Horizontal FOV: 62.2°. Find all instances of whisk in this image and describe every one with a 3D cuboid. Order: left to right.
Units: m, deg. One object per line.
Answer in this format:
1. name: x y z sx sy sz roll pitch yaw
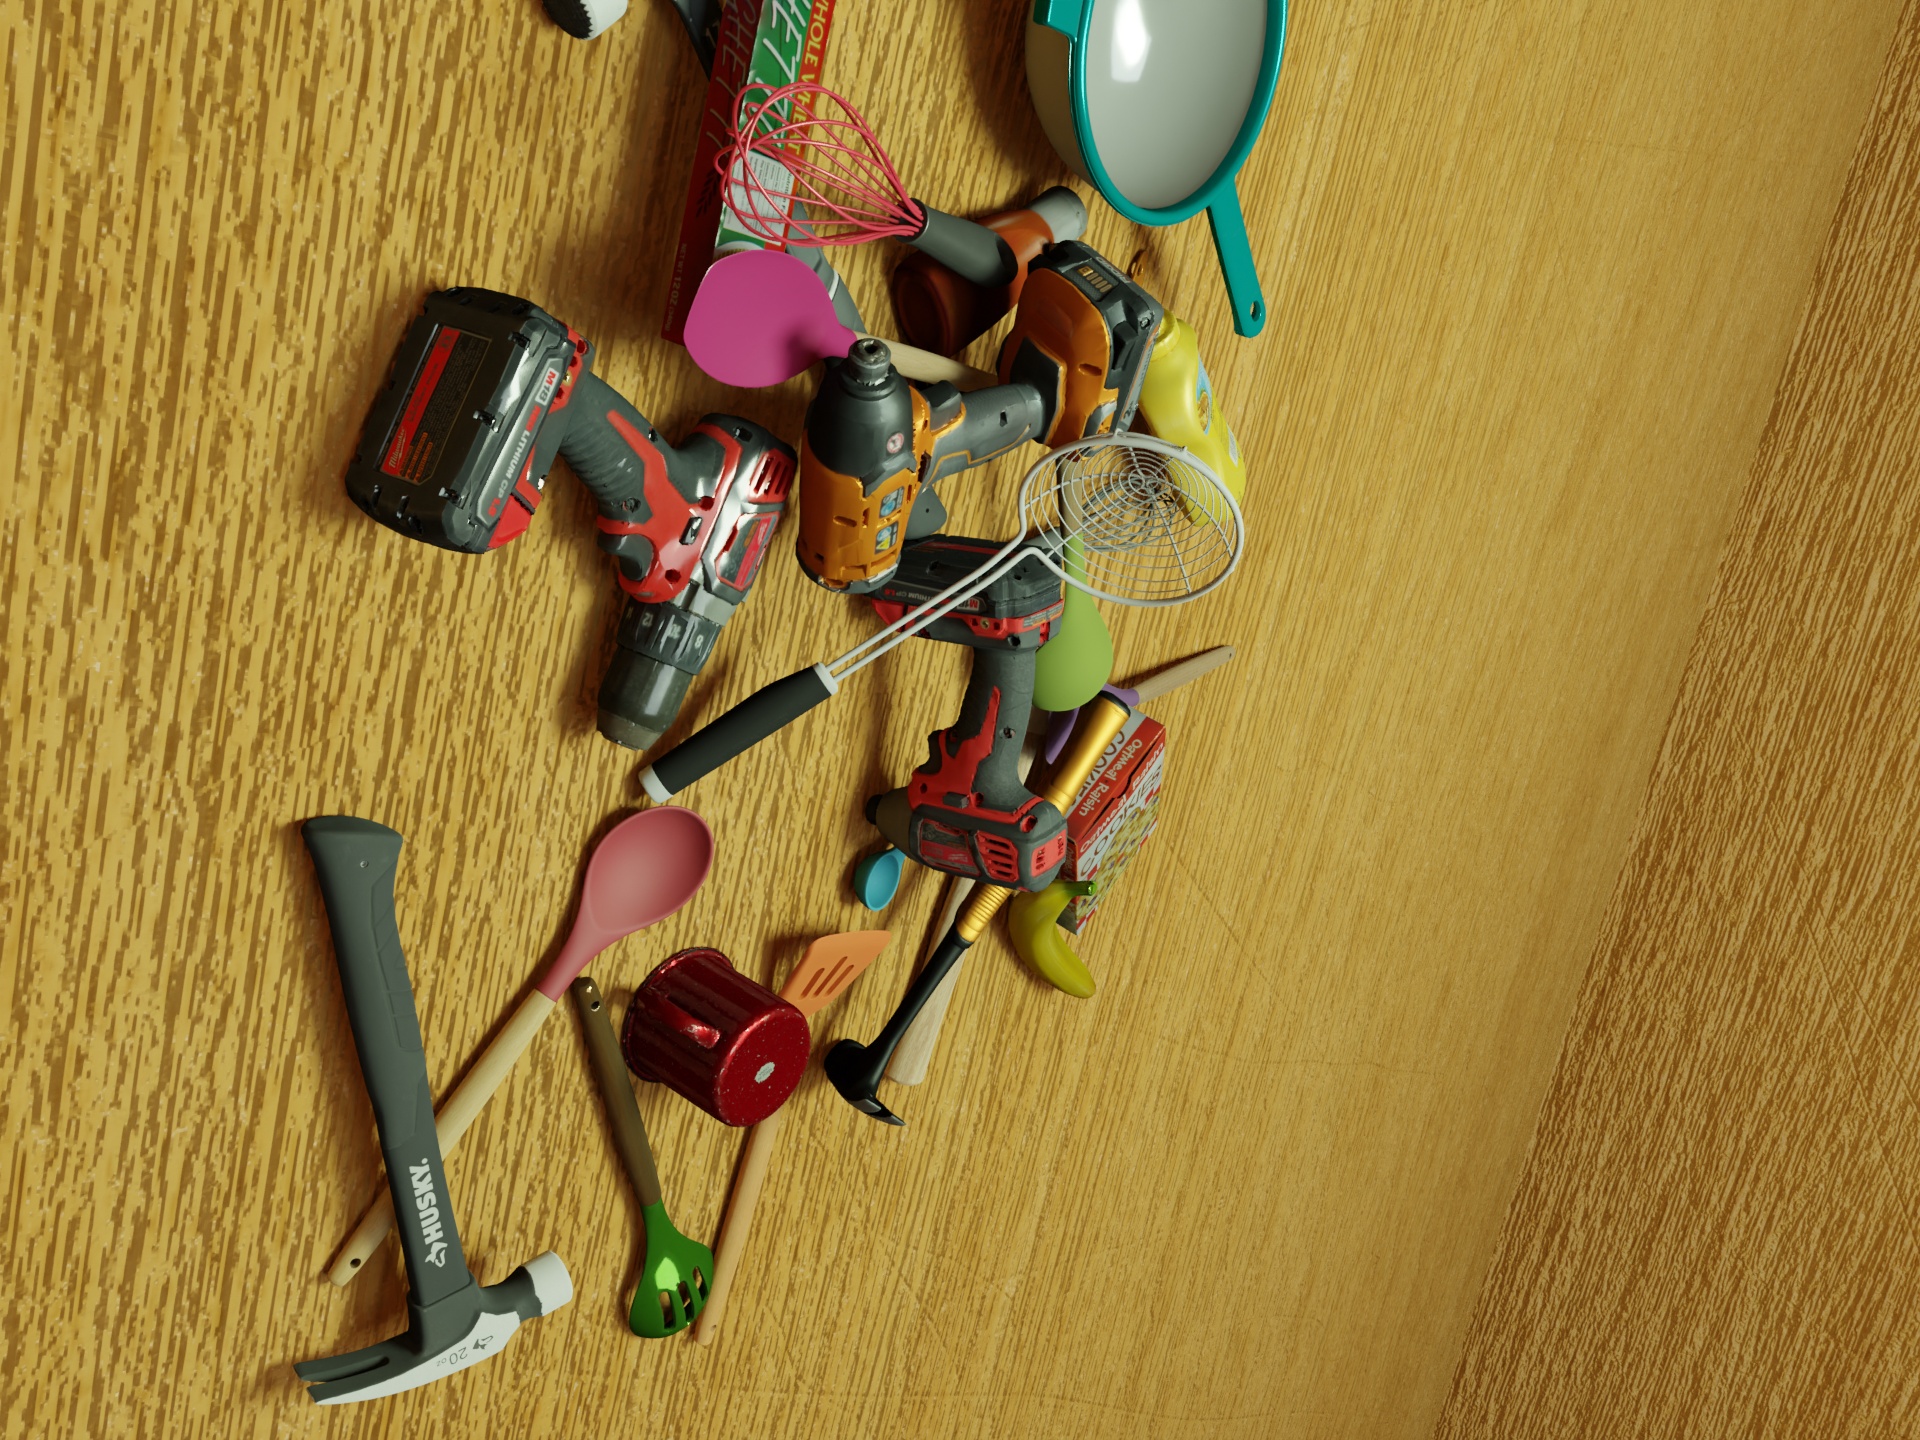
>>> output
1. whisk: -0.036 -0.261 0.819 0.295 0.073 0.073 -8 115 -64
2. whisk: 0.072 -0.124 1.132 0.239 0.055 0.055 -28 128 -36

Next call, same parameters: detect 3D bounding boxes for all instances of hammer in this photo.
1. hammer: -0.293 0.202 0.820 0.146 0.035 0.334 -20 118 -36
2. hammer: -0.082 -0.255 0.879 0.149 0.036 0.408 -51 141 -23
3. hammer: 0.012 0.115 1.188 0.130 0.031 0.331 13 97 -53
4. hammer: 0.019 0.123 1.103 0.034 0.127 0.337 36 82 -15

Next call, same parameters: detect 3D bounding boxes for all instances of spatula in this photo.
1. spatula: -0.128 0.286 1.088 0.081 0.041 0.322 6 104 -54
2. spatula: 0.149 -0.022 1.275 0.316 0.018 0.059 -24 123 -53

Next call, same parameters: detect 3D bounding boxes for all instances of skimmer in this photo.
1. skimmer: -0.017 -0.042 0.892 0.363 0.090 0.127 -32 130 0

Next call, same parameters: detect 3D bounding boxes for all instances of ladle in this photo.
1. ladle: -0.248 0.177 0.892 0.069 0.031 0.315 44 73 -32
2. ladle: 0.064 -0.153 1.056 0.078 0.062 0.320 -22 120 -34

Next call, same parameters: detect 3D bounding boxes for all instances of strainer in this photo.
1. strainer: 0.127 -0.385 1.030 0.211 0.095 0.340 -52 143 -17

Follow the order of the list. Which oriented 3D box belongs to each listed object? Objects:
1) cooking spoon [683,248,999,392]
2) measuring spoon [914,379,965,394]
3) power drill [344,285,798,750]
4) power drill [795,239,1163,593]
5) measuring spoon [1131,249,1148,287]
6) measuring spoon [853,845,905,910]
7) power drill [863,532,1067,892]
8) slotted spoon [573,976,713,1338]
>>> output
1. cooking spoon: -0.050 -0.203 0.873 0.318 0.017 0.068 -6 125 -62
2. measuring spoon: 0.003 -0.204 1.000 0.124 0.018 0.034 -1 98 -67
3. power drill: -0.187 -0.092 0.795 0.226 0.080 0.188 26 86 -57
4. power drill: 0.006 -0.180 0.887 0.226 0.084 0.164 -34 157 -26
5. measuring spoon: 0.112 -0.280 1.134 0.021 0.011 0.117 19 89 -67
6. measuring spoon: -0.042 0.075 1.117 0.129 0.021 0.042 -60 149 -26
7. power drill: -0.002 -0.003 1.029 0.078 0.143 0.219 -27 122 -52
8. slotted spoon: -0.203 0.285 1.005 0.070 0.031 0.313 -32 130 -35
